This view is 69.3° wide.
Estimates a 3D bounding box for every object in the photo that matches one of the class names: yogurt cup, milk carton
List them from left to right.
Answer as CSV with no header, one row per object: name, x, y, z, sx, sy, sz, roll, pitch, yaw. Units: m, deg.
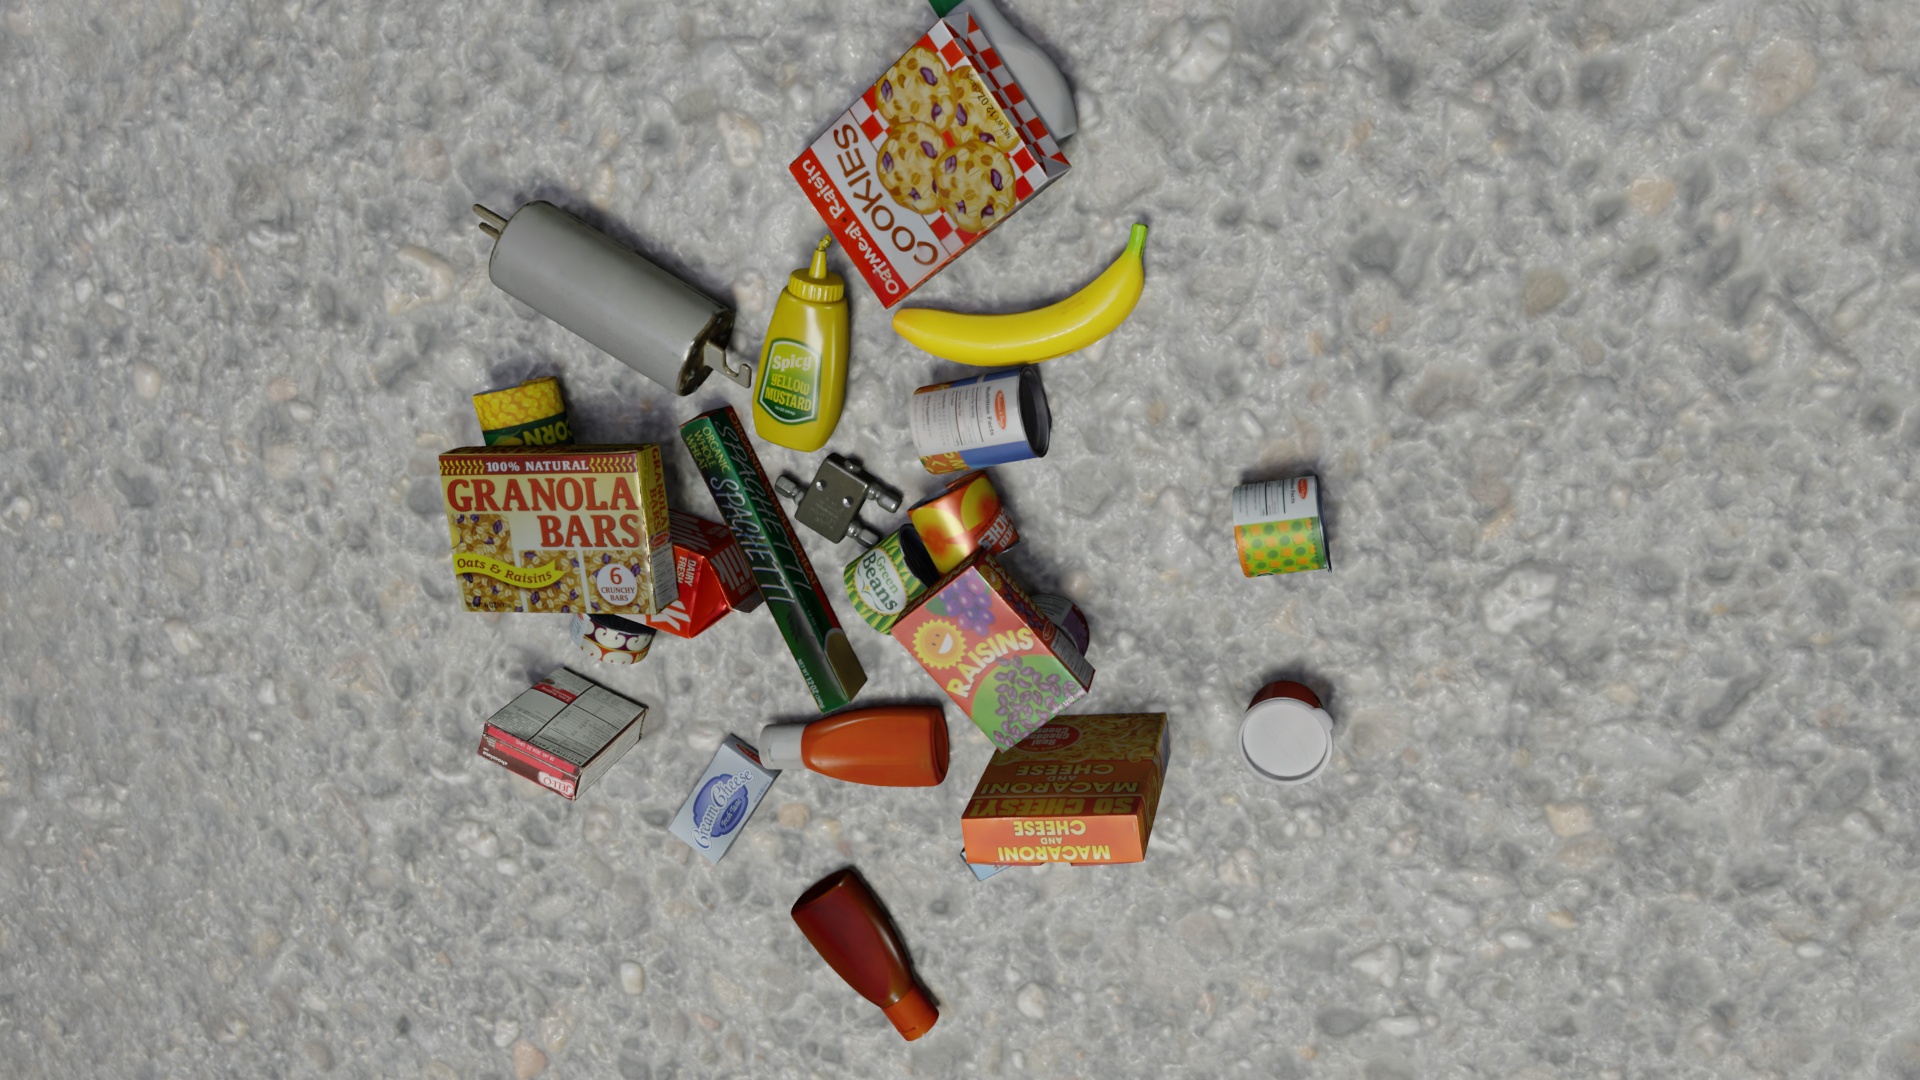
milk carton,-0.240,0.019,1.088,0.191,0.072,0.073,17,109,9
yogurt cup,0.236,0.137,1.008,0.072,0.054,0.072,4,107,14

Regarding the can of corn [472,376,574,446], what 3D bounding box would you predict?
can of corn,-0.339,-0.093,1.084,0.071,0.071,0.058,-8,104,17

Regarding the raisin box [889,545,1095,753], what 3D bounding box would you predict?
raisin box,0.023,0.078,0.987,0.086,0.040,0.123,-39,98,24

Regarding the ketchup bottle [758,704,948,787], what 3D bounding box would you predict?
ketchup bottle,-0.086,0.164,1.106,0.149,0.044,0.064,-3,104,16

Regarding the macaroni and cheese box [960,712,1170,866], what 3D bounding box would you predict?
macaroni and cheese box,0.081,0.177,1.000,0.124,0.167,0.040,-4,106,16

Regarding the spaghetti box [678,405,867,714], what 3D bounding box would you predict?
spaghetti box,-0.143,0.014,1.074,0.028,0.050,0.249,-23,99,18

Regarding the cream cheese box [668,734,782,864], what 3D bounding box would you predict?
cream cheese box,-0.197,0.216,1.161,0.053,0.024,0.103,35,111,4

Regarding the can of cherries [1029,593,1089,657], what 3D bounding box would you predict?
can of cherries,0.060,0.082,1.036,0.071,0.058,0.071,4,107,13

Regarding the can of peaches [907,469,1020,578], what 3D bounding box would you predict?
can of peaches,0.004,-0.013,1.018,0.071,0.071,0.058,-25,98,20

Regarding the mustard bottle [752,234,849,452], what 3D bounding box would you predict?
mustard bottle,-0.112,-0.145,1.012,0.065,0.049,0.159,16,117,10

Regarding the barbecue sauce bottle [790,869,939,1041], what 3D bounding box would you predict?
barbecue sauce bottle,-0.075,0.349,1.158,0.064,0.044,0.148,-34,96,21

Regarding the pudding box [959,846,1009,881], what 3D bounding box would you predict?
pudding box,0.045,0.229,1.088,0.083,0.050,0.030,-31,95,20

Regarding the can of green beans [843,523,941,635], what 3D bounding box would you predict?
can of green beans,-0.046,0.030,1.044,0.057,0.071,0.071,-35,95,21

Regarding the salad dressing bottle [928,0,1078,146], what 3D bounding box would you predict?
salad dressing bottle,0.022,-0.327,0.935,0.064,0.044,0.147,-30,96,25

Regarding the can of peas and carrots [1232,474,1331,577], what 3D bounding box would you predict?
can of peas and carrots,0.223,-0.007,0.964,0.058,0.071,0.070,-8,104,17

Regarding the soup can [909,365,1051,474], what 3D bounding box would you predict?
soup can,0.015,-0.085,0.995,0.083,0.071,0.071,-8,104,21

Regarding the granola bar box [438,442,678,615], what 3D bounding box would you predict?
granola bar box,-0.301,-0.009,1.037,0.165,0.039,0.124,0,104,15

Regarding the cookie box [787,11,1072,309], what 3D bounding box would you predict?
cookie box,-0.025,-0.253,0.945,0.167,0.040,0.123,-31,96,39

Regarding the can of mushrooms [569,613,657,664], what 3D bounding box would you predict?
can of mushrooms,-0.276,0.069,1.117,0.071,0.071,0.033,28,111,5
